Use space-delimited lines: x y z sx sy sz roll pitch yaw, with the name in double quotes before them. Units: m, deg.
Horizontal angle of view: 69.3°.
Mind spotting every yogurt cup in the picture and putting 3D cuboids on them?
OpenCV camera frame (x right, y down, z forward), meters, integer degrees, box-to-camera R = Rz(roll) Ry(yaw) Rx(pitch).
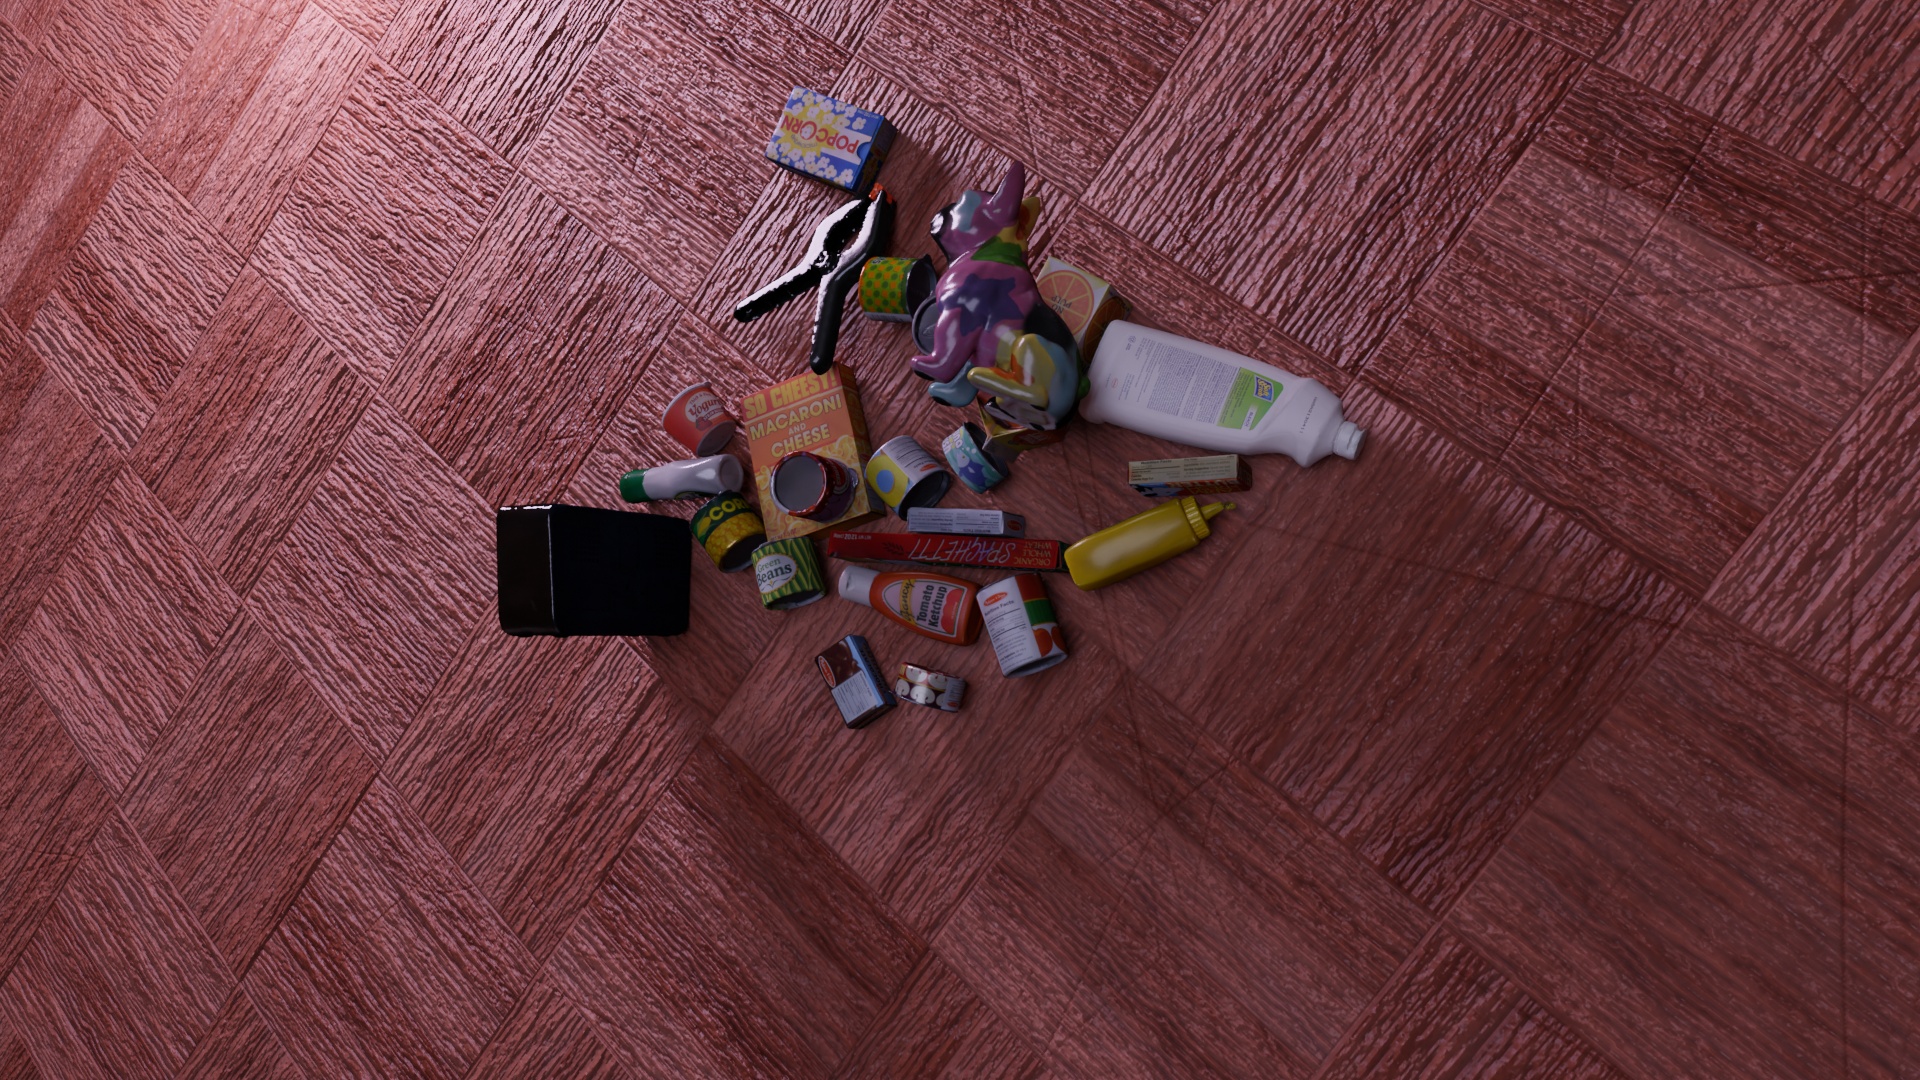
"yogurt cup" -0.279 -0.127 1.496 0.054 0.072 0.072 44 101 15

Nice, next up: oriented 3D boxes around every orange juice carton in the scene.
"orange juice carton" 0.081 -0.165 1.331 0.073 0.072 0.192 30 95 26

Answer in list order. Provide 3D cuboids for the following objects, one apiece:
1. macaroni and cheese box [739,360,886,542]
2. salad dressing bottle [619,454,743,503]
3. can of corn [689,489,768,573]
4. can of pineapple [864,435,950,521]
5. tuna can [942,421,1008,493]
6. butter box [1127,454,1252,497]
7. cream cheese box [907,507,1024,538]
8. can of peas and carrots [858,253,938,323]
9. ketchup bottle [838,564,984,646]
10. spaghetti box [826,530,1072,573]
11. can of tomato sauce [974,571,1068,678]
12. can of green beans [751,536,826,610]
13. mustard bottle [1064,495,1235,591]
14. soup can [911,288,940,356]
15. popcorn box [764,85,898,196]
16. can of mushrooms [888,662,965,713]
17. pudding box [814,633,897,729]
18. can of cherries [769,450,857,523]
"macaroni and cheese box" -0.155 -0.087 1.444 0.123 0.040 0.167 -18 75 20
"salad dressing bottle" -0.304 -0.064 1.501 0.147 0.064 0.044 -5 91 32
"can of corn" -0.240 -0.009 1.455 0.071 0.071 0.058 -44 68 13
"can of pineapple" -0.054 -0.061 1.380 0.071 0.071 0.058 -49 66 11
"tuna can" 0.013 -0.081 1.350 0.032 0.071 0.071 -36 69 16
"butter box" 0.209 -0.058 1.266 0.103 0.053 0.024 -3 78 24
"cream cheese box" 0.005 -0.017 1.352 0.104 0.053 0.024 2 85 25
"can of peas and carrots" -0.063 -0.258 1.415 0.059 0.071 0.071 8 85 26
"ketchup bottle" -0.049 0.058 1.371 0.149 0.043 0.064 14 88 26
"spaghetti box" -0.009 0.011 1.357 0.250 0.050 0.028 2 84 25
"can of tomato sauce" 0.059 0.080 1.307 0.071 0.071 0.083 -25 73 19
"can of green beans" -0.175 0.034 1.420 0.071 0.071 0.058 -22 74 20
"mustard bottle" 0.176 -0.003 1.269 0.160 0.065 0.049 -25 78 13
"soup can" 0.000 -0.203 1.368 0.071 0.084 0.071 -4 80 24
"popcorn box" -0.140 -0.428 1.493 0.127 0.038 0.085 26 92 26
"can of mushrooms" -0.032 0.141 1.337 0.071 0.071 0.033 15 88 26
"pudding box" -0.105 0.141 1.391 0.049 0.030 0.084 -35 69 17
"can of cherries" -0.146 -0.055 1.380 0.071 0.058 0.071 -3 82 24
